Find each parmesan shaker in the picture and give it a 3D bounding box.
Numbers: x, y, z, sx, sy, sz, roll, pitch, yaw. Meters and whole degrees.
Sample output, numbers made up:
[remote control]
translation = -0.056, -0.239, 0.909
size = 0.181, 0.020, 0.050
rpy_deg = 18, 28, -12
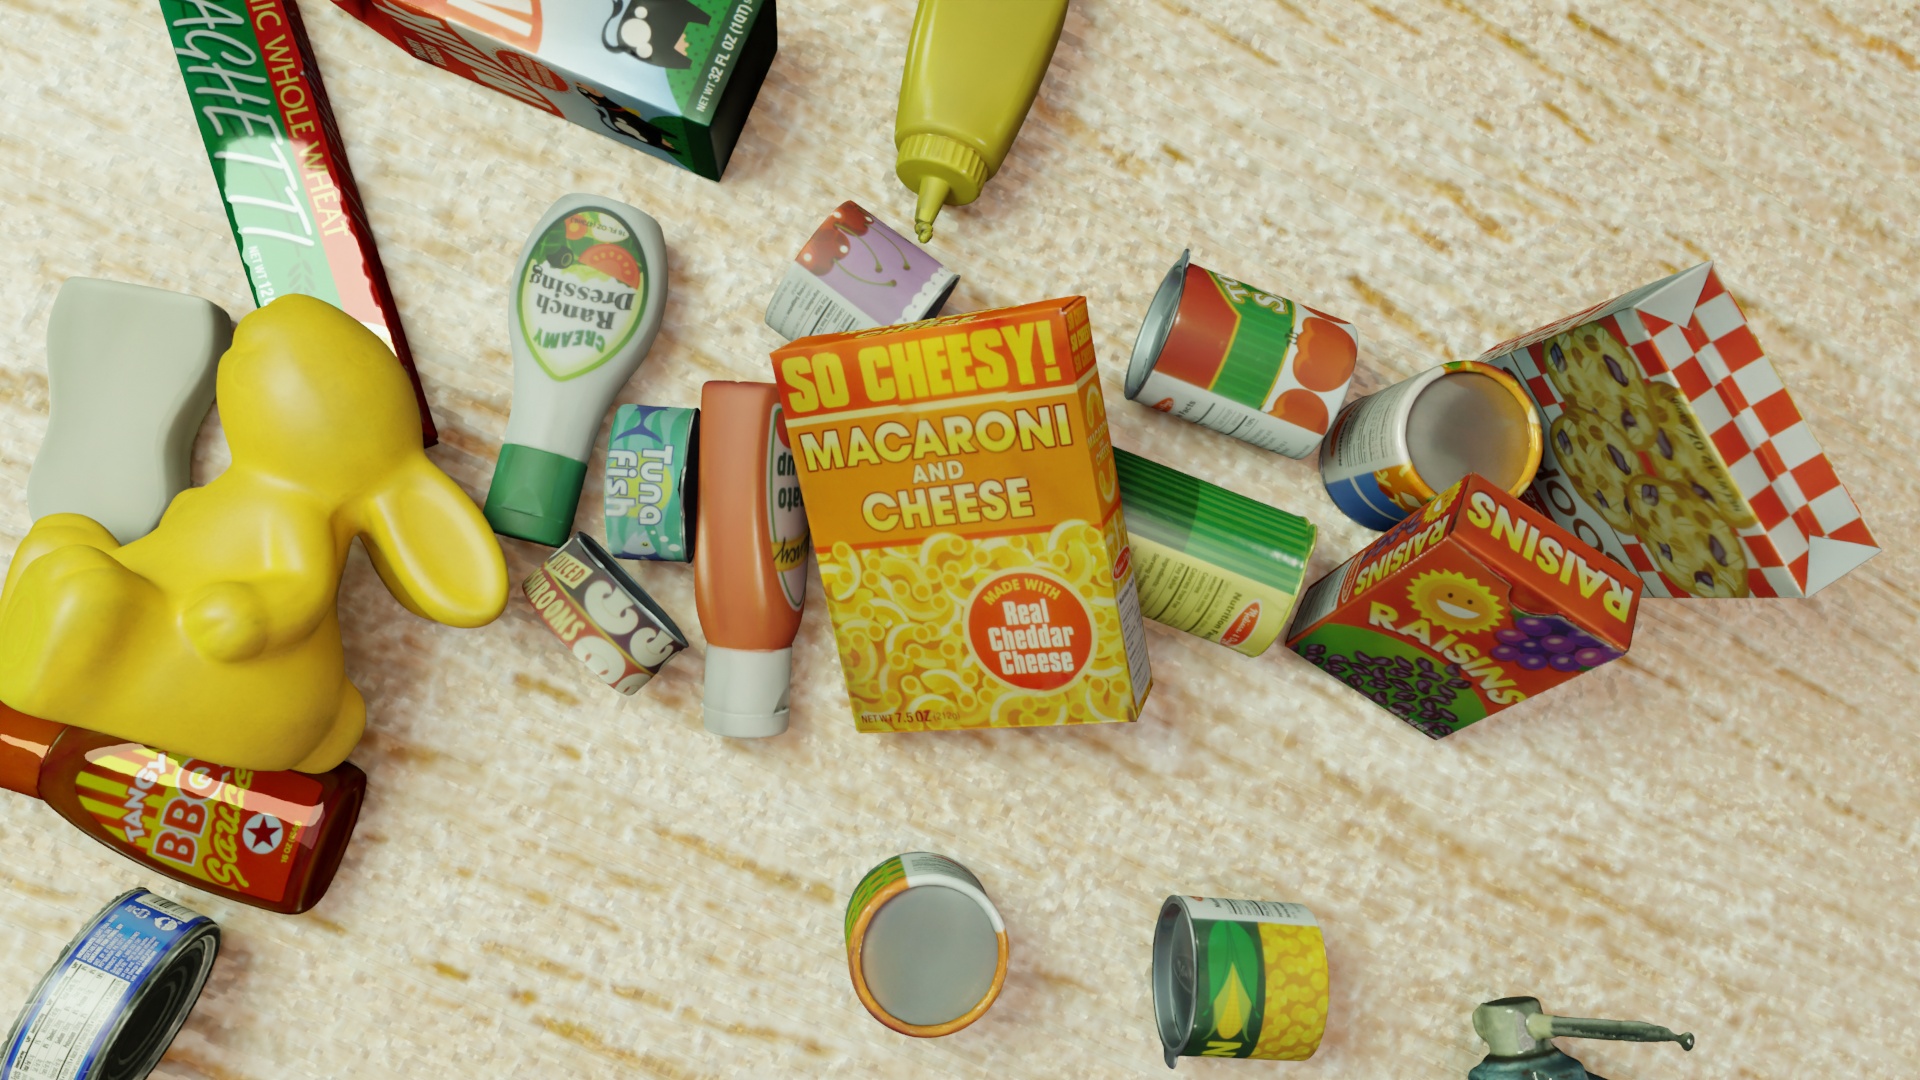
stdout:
[parmesan shaker]
translation = 0.092, 0.001, 0.604
size = 0.103, 0.071, 0.071
rpy_deg = 21, 84, -4

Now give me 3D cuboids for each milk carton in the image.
[milk carton]
translation = -0.180, -0.230, 0.591
size = 0.191, 0.073, 0.072
rpy_deg = 23, 84, -4

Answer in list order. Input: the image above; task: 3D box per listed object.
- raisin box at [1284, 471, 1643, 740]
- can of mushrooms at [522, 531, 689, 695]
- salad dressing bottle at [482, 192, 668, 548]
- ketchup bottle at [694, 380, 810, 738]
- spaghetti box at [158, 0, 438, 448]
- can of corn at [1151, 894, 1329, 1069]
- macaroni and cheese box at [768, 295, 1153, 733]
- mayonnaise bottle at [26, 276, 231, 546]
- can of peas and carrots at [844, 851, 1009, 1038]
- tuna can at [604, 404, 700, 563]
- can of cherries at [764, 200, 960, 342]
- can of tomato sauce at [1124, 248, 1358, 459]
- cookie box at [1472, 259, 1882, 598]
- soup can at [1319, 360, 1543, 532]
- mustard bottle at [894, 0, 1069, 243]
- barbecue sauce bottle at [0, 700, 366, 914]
[raisin box]
translation = 0.207, 0.032, 0.586
size = 0.086, 0.123, 0.040
rpy_deg = 33, 59, -3
[can of mushrooms]
translation = -0.148, 0.029, 0.574
size = 0.033, 0.071, 0.071
rpy_deg = -43, 91, -6
[salad dressing bottle]
translation = -0.167, -0.072, 0.594
size = 0.064, 0.044, 0.147
rpy_deg = 14, 84, -6
[ketchup bottle]
translation = -0.088, 0.007, 0.590
size = 0.043, 0.065, 0.148
rpy_deg = 4, 94, 15
[spaghetti box]
translation = -0.288, -0.153, 0.594
size = 0.050, 0.028, 0.250
rpy_deg = -19, 88, -8
[can of corn]
translation = 0.118, 0.189, 0.593
size = 0.058, 0.071, 0.071
rpy_deg = 5, 85, -6
[macaroni and cheese box]
translation = 0.002, -0.007, 0.561
size = 0.123, 0.040, 0.166
rpy_deg = -5, 107, 20
[mayonnaise bottle]
translation = -0.347, -0.030, 0.572
size = 0.065, 0.041, 0.148
rpy_deg = 9, 86, -9
[can of peas and carrots]
translation = -0.016, 0.171, 0.583
size = 0.071, 0.058, 0.071
rpy_deg = 1, 85, -6
[tuna can]
translation = -0.127, -0.024, 0.581
size = 0.033, 0.071, 0.071
rpy_deg = 3, 85, -5
[can of cherries]
translation = -0.042, -0.105, 0.602
size = 0.058, 0.071, 0.071
rpy_deg = 35, 83, -2
[can of tomato sauce]
translation = 0.124, -0.082, 0.616
size = 0.083, 0.071, 0.071
rpy_deg = 20, 84, -5
[cookie box]
translation = 0.281, -0.037, 0.580
size = 0.040, 0.167, 0.123
rpy_deg = -30, 90, -5
[soup can]
translation = 0.208, -0.039, 0.614
size = 0.071, 0.083, 0.071
rpy_deg = 1, 86, -7
[mustard bottle]
translation = 0.002, -0.201, 0.613
size = 0.065, 0.048, 0.160
rpy_deg = 18, 76, -3
[barbecue sauce bottle]
translation = -0.324, 0.100, 0.562
size = 0.148, 0.043, 0.065
rpy_deg = 19, 85, -4
